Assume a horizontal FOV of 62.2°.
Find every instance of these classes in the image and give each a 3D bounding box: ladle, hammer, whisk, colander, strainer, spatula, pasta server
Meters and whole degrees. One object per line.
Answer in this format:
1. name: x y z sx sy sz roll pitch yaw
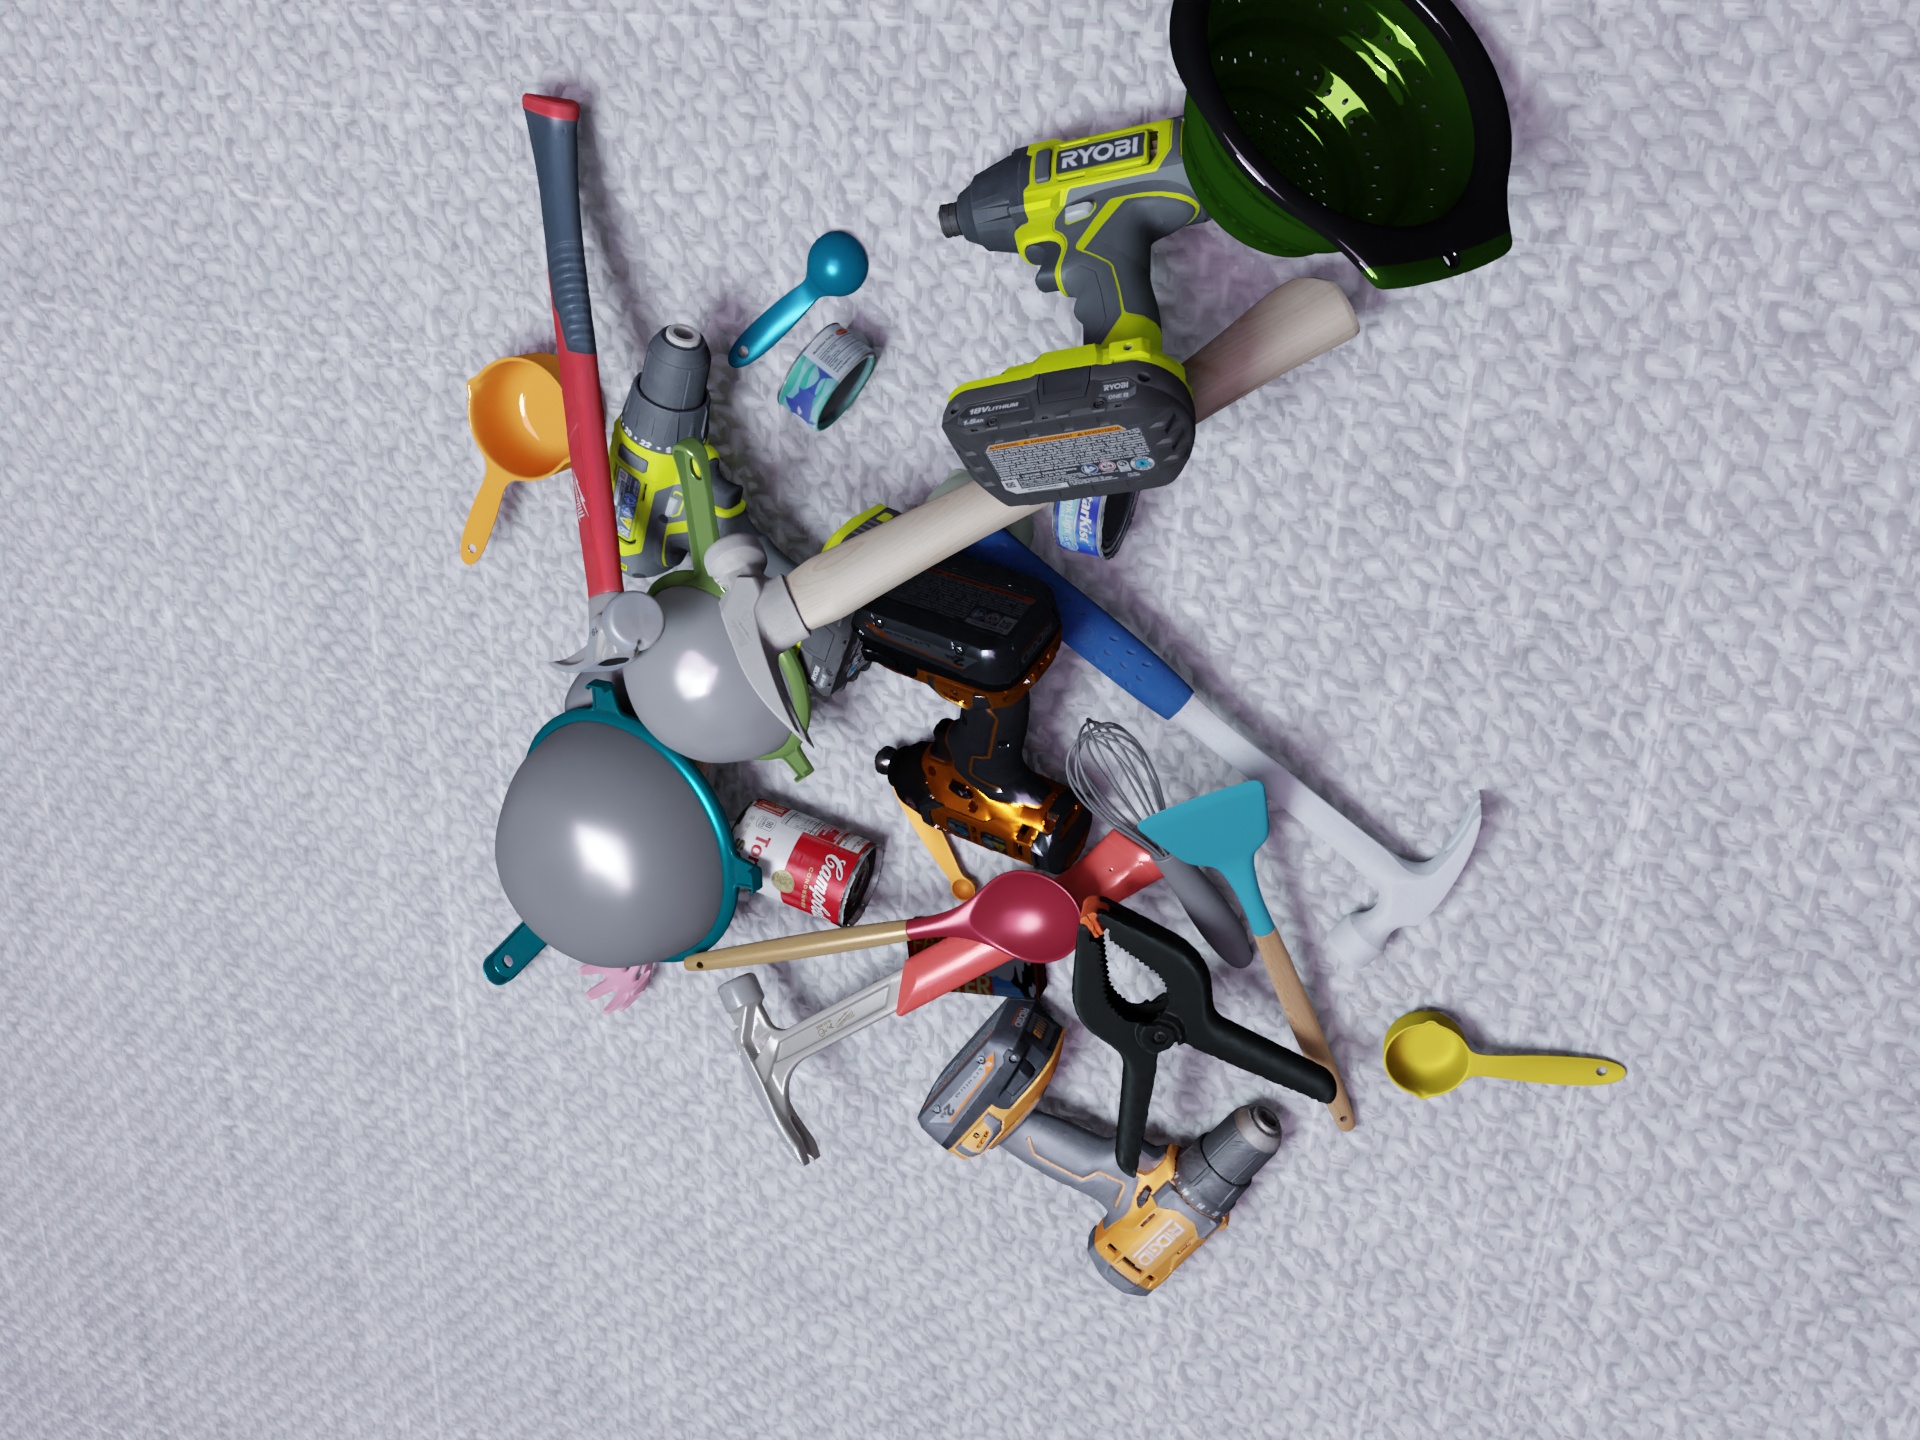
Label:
1. ladle: -0.060 0.154 1.133 0.315 0.031 0.069 -11 101 20
2. hammer: -0.259 -0.226 1.064 0.143 0.038 0.386 -16 80 58
3. hammer: 0.048 -0.135 0.937 0.410 0.038 0.146 -28 61 6
4. whisk: 0.139 0.088 1.057 0.055 0.055 0.238 -21 123 26
5. colander: 0.155 -0.396 0.874 0.397 0.204 0.094 66 153 7
6. strainer: -0.179 -0.062 1.046 0.151 0.069 0.256 24 137 26
7. spatula: 0.210 0.166 1.060 0.082 0.044 0.317 -21 115 13
8. pasta server: -0.231 0.098 1.242 0.060 0.040 0.316 36 118 25
9. hammer: 0.155 -0.007 1.032 0.405 0.035 0.144 39 118 -3
10. hammer: -0.007 0.186 1.151 0.359 0.036 0.149 -30 81 18
11. strainer: -0.311 0.137 1.211 0.211 0.095 0.340 51 127 3

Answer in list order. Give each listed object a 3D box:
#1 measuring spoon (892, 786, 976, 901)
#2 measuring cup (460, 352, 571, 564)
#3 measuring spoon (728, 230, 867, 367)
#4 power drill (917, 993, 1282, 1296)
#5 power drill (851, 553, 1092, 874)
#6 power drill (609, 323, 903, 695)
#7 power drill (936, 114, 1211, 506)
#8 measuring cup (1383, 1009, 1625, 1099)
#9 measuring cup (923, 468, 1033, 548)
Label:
1. measuring spoon: -0.020 0.081 1.172 0.021 0.011 0.117 -27 95 29
2. measuring cup: -0.321 -0.189 1.161 0.095 0.052 0.173 35 120 5
3. measuring spoon: -0.115 -0.276 1.063 0.128 0.021 0.042 -36 94 27
4. power drill: 0.106 0.300 1.168 0.226 0.084 0.185 38 116 0
5. power drill: -0.002 -0.003 1.053 0.164 0.084 0.226 20 143 27
6. power drill: -0.142 -0.140 1.070 0.228 0.080 0.190 35 133 12
7. power drill: 0.061 -0.241 0.917 0.171 0.223 0.080 -5 152 21
8. measuring cup: 0.365 0.226 1.074 0.156 0.029 0.062 3 111 8
9. measuring cup: -0.031 -0.112 1.083 0.167 0.038 0.083 -21 101 24
